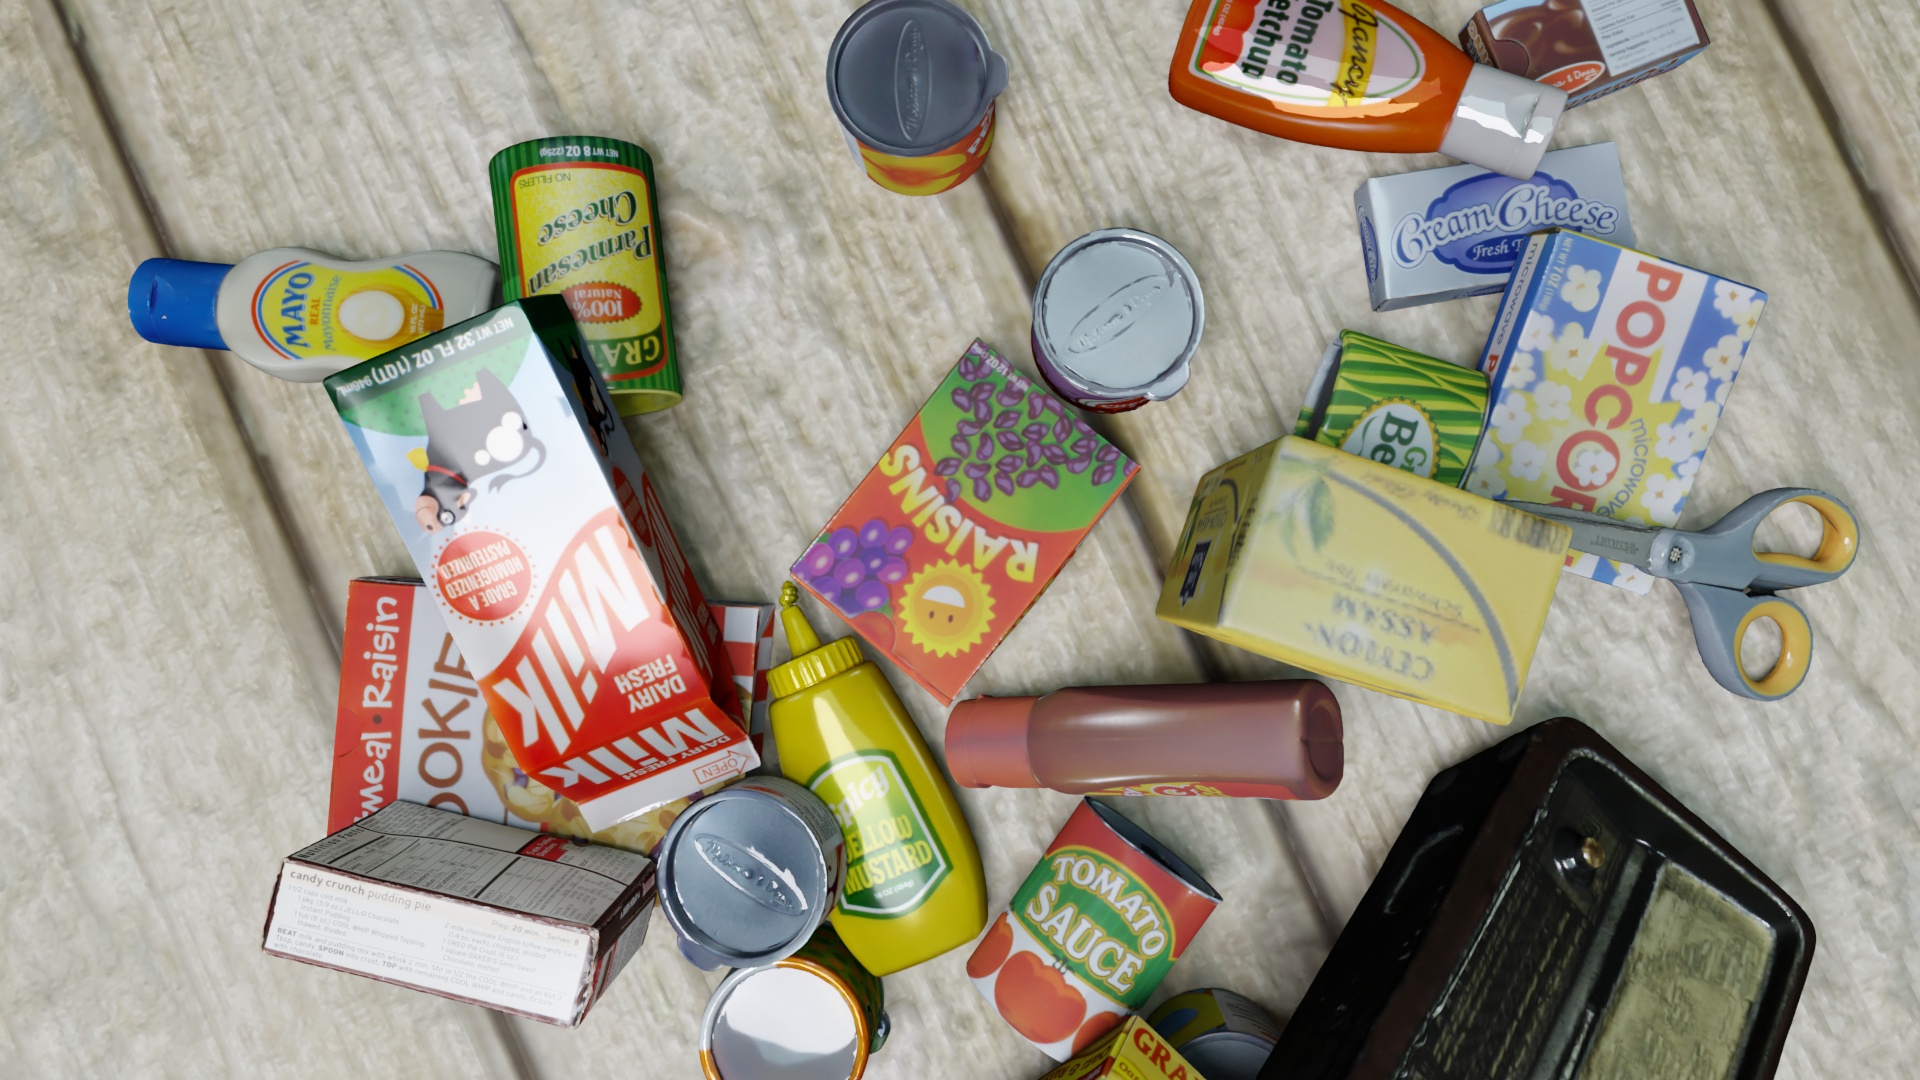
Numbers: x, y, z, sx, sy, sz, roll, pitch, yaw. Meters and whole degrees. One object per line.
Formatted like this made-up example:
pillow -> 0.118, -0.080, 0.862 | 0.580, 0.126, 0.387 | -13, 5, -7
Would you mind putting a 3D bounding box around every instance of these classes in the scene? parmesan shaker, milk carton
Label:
parmesan shaker -> -0.155, -0.104, 0.562 | 0.071, 0.071, 0.103 | -8, 88, 2
milk carton -> -0.142, 0.012, 0.503 | 0.072, 0.073, 0.190 | -22, 103, 0

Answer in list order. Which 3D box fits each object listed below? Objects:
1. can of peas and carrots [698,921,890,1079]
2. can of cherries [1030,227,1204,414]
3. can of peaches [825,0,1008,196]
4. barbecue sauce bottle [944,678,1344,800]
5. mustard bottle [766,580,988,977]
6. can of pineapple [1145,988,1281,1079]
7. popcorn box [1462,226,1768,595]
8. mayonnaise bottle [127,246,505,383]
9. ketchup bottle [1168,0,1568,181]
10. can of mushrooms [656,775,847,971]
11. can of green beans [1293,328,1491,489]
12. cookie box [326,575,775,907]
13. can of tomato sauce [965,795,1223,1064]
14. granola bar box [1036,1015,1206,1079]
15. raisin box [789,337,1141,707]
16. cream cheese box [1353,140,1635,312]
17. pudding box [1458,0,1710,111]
can of peas and carrots -> -0.064, 0.192, 0.552 | 0.071, 0.058, 0.071 | 0, 88, 2
can of cherries -> 0.062, -0.084, 0.560 | 0.071, 0.058, 0.071 | 0, 87, 1
can of peaches -> -0.016, -0.180, 0.566 | 0.071, 0.058, 0.071 | 0, 87, 1
barbecue sauce bottle -> 0.066, 0.077, 0.533 | 0.148, 0.065, 0.044 | -5, 80, 28
mustard bottle -> -0.043, 0.091, 0.560 | 0.065, 0.049, 0.160 | -24, 87, 2
can of pineapple -> 0.101, 0.218, 0.546 | 0.071, 0.058, 0.071 | 0, 88, 2
popcorn box -> 0.248, -0.051, 0.549 | 0.085, 0.038, 0.126 | 17, 100, -2
mayonnaise bottle -> -0.264, -0.093, 0.578 | 0.148, 0.041, 0.064 | 6, 90, 1
ketchup bottle -> 0.162, -0.185, 0.556 | 0.149, 0.043, 0.064 | 23, 92, 12
can of mushrooms -> -0.079, 0.126, 0.525 | 0.071, 0.033, 0.071 | 0, 91, 10
can of green beans -> 0.168, -0.045, 0.551 | 0.058, 0.071, 0.071 | 18, 89, 3
cookie box -> -0.167, 0.081, 0.569 | 0.167, 0.040, 0.123 | 4, 89, 2
can of tomato sauce -> 0.051, 0.153, 0.544 | 0.071, 0.071, 0.083 | 36, 90, 3
granola bar box -> 0.052, 0.264, 0.513 | 0.124, 0.039, 0.164 | 44, 124, 3
raisin box -> 0.002, -0.007, 0.568 | 0.086, 0.040, 0.123 | 39, 90, 2
cream cheese box -> 0.219, -0.129, 0.574 | 0.104, 0.024, 0.053 | -9, 86, 1
pudding box -> 0.256, -0.207, 0.573 | 0.084, 0.030, 0.049 | -21, 88, 1
